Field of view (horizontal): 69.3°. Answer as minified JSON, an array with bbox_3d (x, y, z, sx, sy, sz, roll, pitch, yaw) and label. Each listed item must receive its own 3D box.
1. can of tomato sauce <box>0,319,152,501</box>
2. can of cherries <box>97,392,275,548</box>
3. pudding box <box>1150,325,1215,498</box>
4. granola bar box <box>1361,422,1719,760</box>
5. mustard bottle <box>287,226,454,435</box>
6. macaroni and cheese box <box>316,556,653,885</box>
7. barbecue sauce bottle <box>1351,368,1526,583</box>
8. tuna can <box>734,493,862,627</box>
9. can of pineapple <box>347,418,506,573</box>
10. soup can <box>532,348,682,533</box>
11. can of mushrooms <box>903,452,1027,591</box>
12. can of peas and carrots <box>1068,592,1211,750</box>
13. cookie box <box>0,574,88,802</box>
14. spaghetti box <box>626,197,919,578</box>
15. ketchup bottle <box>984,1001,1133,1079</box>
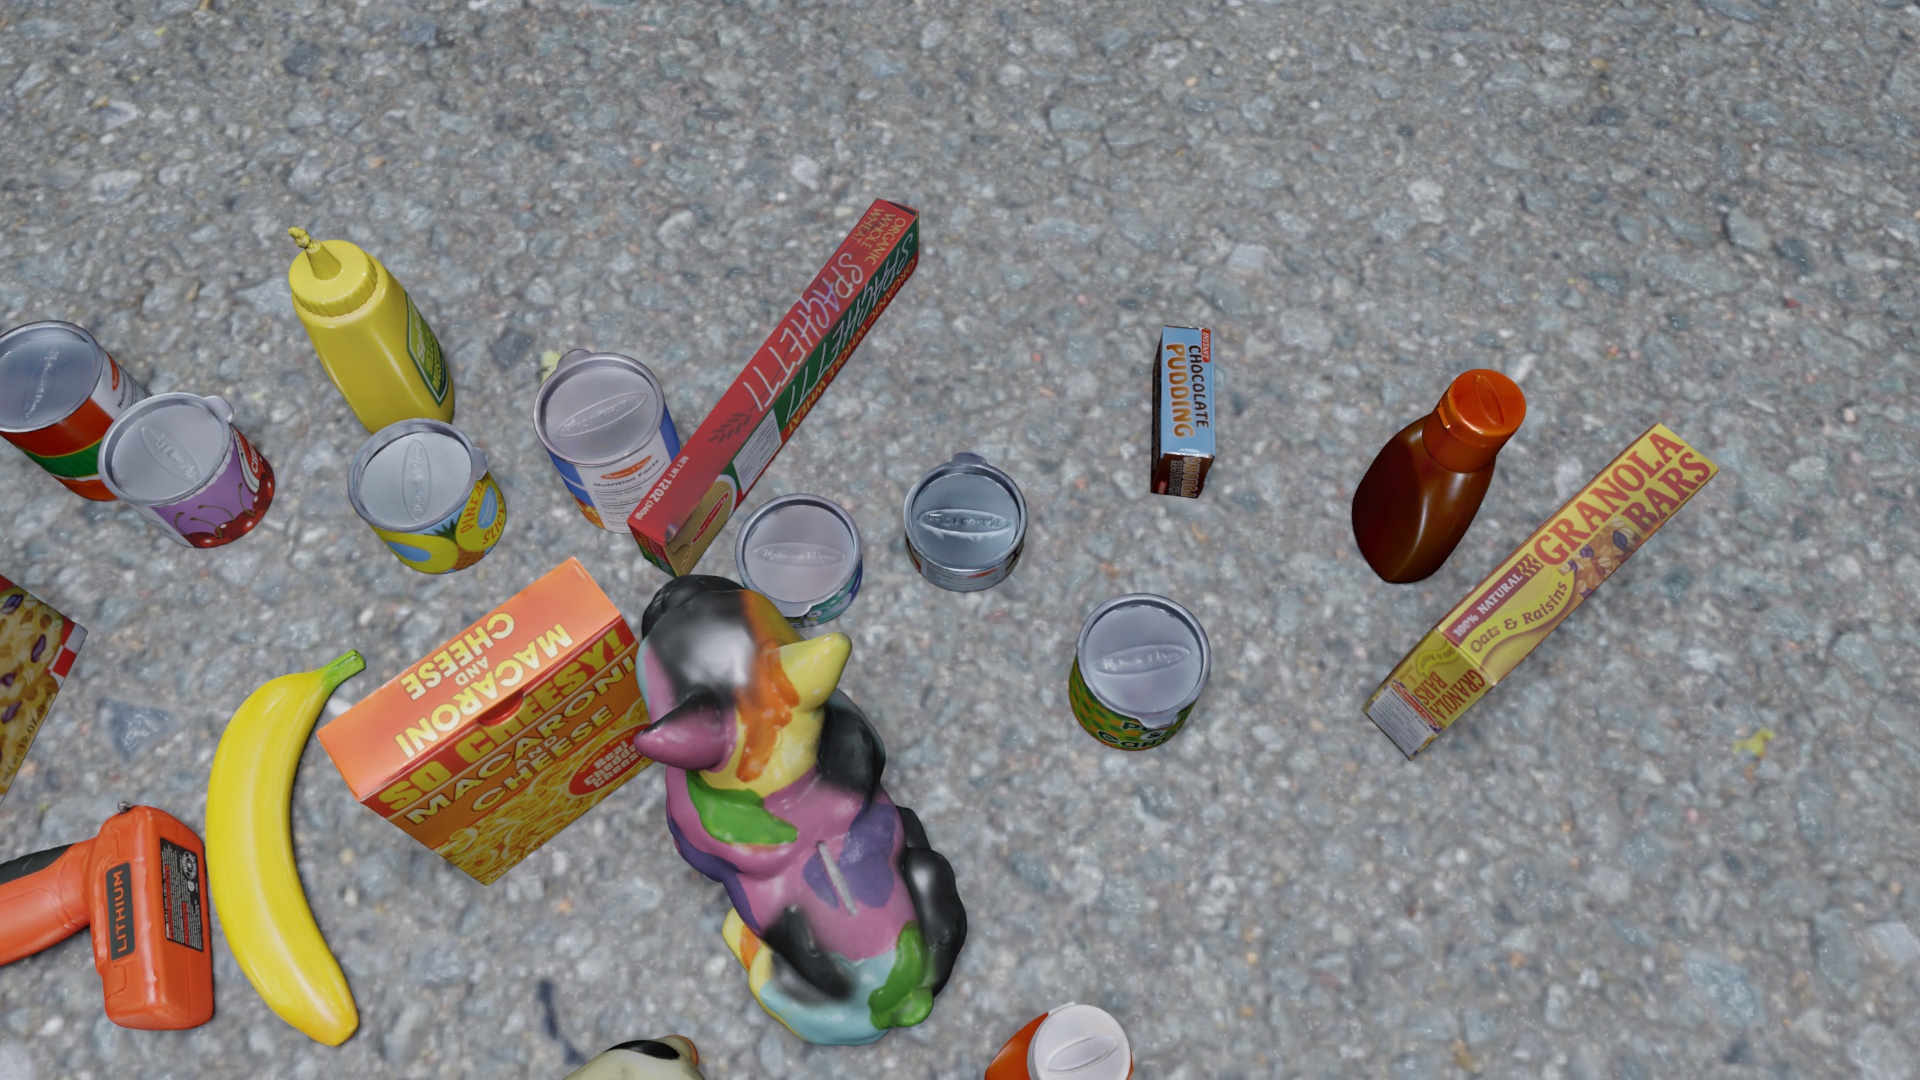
[{"bbox_3d":[-0.473,-0.067,0.742,0.071,0.082,0.071,0,65,-1],"label":"can of tomato sauce"},{"bbox_3d":[-0.410,-0.038,0.743,0.071,0.058,0.072,0,65,-1],"label":"can of cherries"},{"bbox_3d":[0.124,-0.072,0.774,0.030,0.049,0.084,4,65,1],"label":"pudding box"},{"bbox_3d":[0.282,0.027,0.689,0.166,0.123,0.039,-38,71,-17],"label":"granola bar box"},{"bbox_3d":[-0.309,-0.110,0.723,0.049,0.159,0.065,-11,66,-6],"label":"mustard bottle"},{"bbox_3d":[-0.195,0.088,0.629,0.124,0.165,0.040,-37,71,-16],"label":"macaroni and cheese box"},{"bbox_3d":[0.240,-0.033,0.704,0.044,0.148,0.065,-10,66,-5],"label":"barbecue sauce bottle"},{"bbox_3d":[-0.085,0.013,0.739,0.071,0.032,0.071,0,65,-1],"label":"tuna can"},{"bbox_3d":[-0.280,-0.022,0.739,0.071,0.057,0.071,0,65,-1],"label":"can of pineapple"},{"bbox_3d":[-0.184,-0.052,0.740,0.071,0.083,0.071,0,65,-1],"label":"soup can"},{"bbox_3d":[0.003,-0.009,0.751,0.071,0.033,0.071,0,65,-1],"label":"can of mushrooms"},{"bbox_3d":[0.090,0.070,0.702,0.071,0.058,0.071,0,65,-1],"label":"can of peas and carrots"},{"bbox_3d":[-0.490,0.064,0.634,0.040,0.166,0.123,11,66,4],"label":"cookie box"},{"bbox_3d":[-0.098,-0.089,0.778,0.029,0.050,0.251,28,68,12],"label":"spaghetti box"},{"bbox_3d":[0.044,0.220,0.581,0.065,0.148,0.043,-19,67,-9],"label":"ketchup bottle"}]
